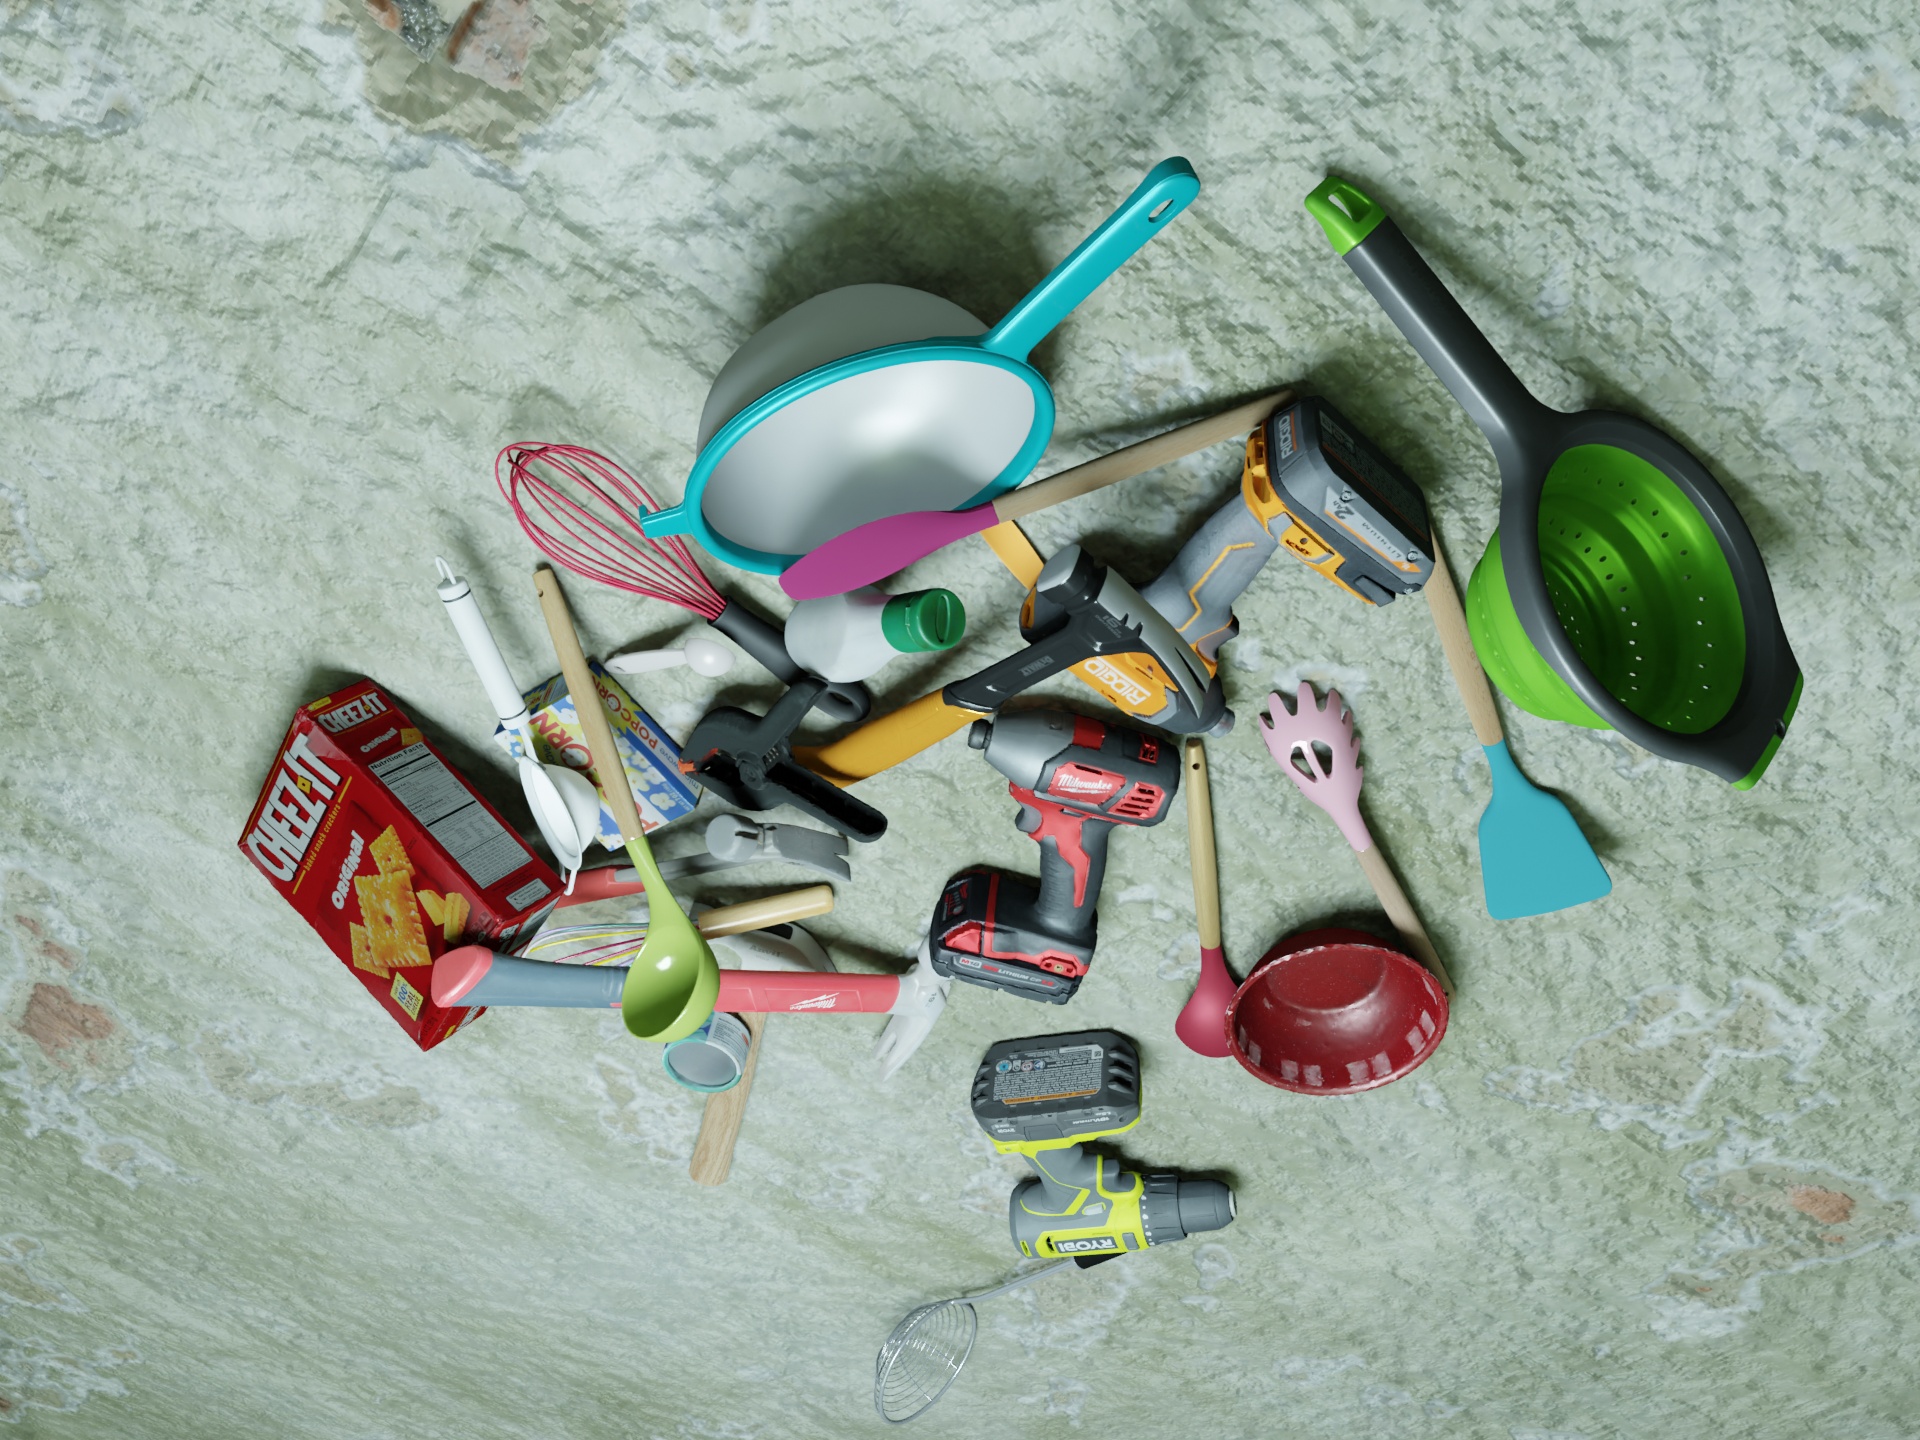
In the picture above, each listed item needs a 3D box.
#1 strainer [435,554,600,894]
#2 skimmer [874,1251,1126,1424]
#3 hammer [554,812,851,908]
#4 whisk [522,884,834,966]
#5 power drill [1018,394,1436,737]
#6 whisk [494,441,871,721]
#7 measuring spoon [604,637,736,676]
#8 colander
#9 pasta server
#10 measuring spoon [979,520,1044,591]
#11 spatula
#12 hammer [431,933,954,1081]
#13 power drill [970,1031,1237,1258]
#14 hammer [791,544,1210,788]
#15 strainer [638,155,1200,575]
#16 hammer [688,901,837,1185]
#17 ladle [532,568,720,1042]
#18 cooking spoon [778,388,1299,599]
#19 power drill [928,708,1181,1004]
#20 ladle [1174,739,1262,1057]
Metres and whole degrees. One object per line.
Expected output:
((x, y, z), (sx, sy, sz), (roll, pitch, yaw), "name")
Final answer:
((-0.290, 0.003, 1.057), (0.087, 0.050, 0.258), (24, 140, 49), "strainer")
((0.068, 0.540, 1.446), (0.363, 0.090, 0.127), (-32, 150, 25), "skimmer")
((-0.263, 0.122, 1.178), (0.359, 0.037, 0.149), (-13, 162, 26), "hammer")
((-0.214, 0.161, 1.181), (0.245, 0.047, 0.051), (-12, 85, -6), "whisk")
((0.168, -0.075, 0.959), (0.164, 0.084, 0.226), (35, 130, -27), "power drill")
((-0.170, -0.082, 1.018), (0.295, 0.073, 0.073), (37, 124, -27), "whisk")
((-0.197, -0.035, 1.052), (0.124, 0.018, 0.034), (-5, 149, 40), "measuring spoon")
((0.302, -0.124, 0.887), (0.397, 0.204, 0.094), (48, 147, -7), "colander")
((0.291, 0.098, 1.117), (0.060, 0.040, 0.315), (-21, 126, 22), "pasta server")
((0.041, -0.100, 1.005), (0.021, 0.011, 0.116), (-36, 114, 10), "measuring spoon")
((0.338, -0.002, 1.020), (0.082, 0.044, 0.317), (-17, 122, 21), "spatula")
((-0.186, 0.204, 1.146), (0.386, 0.038, 0.143), (8, 127, -32), "hammer")
((0.116, 0.360, 1.310), (0.190, 0.080, 0.228), (-10, 128, 15), "power drill")
((-0.002, -0.003, 1.009), (0.127, 0.034, 0.337), (40, 139, -24), "hammer")
((-0.018, -0.204, 0.848), (0.211, 0.095, 0.340), (5, 147, -48), "strainer")
((-0.182, 0.281, 1.315), (0.130, 0.031, 0.331), (15, 128, -4), "hammer")
((-0.231, 0.056, 1.042), (0.078, 0.062, 0.320), (-17, 93, 37), "ladle")
((0.045, -0.131, 0.927), (0.319, 0.017, 0.068), (-20, 160, 4), "cooking spoon")
((0.053, 0.088, 1.109), (0.143, 0.079, 0.219), (15, 125, -5), "power drill")
((0.182, 0.143, 1.164), (0.069, 0.031, 0.315), (-8, 125, 4), "ladle")
